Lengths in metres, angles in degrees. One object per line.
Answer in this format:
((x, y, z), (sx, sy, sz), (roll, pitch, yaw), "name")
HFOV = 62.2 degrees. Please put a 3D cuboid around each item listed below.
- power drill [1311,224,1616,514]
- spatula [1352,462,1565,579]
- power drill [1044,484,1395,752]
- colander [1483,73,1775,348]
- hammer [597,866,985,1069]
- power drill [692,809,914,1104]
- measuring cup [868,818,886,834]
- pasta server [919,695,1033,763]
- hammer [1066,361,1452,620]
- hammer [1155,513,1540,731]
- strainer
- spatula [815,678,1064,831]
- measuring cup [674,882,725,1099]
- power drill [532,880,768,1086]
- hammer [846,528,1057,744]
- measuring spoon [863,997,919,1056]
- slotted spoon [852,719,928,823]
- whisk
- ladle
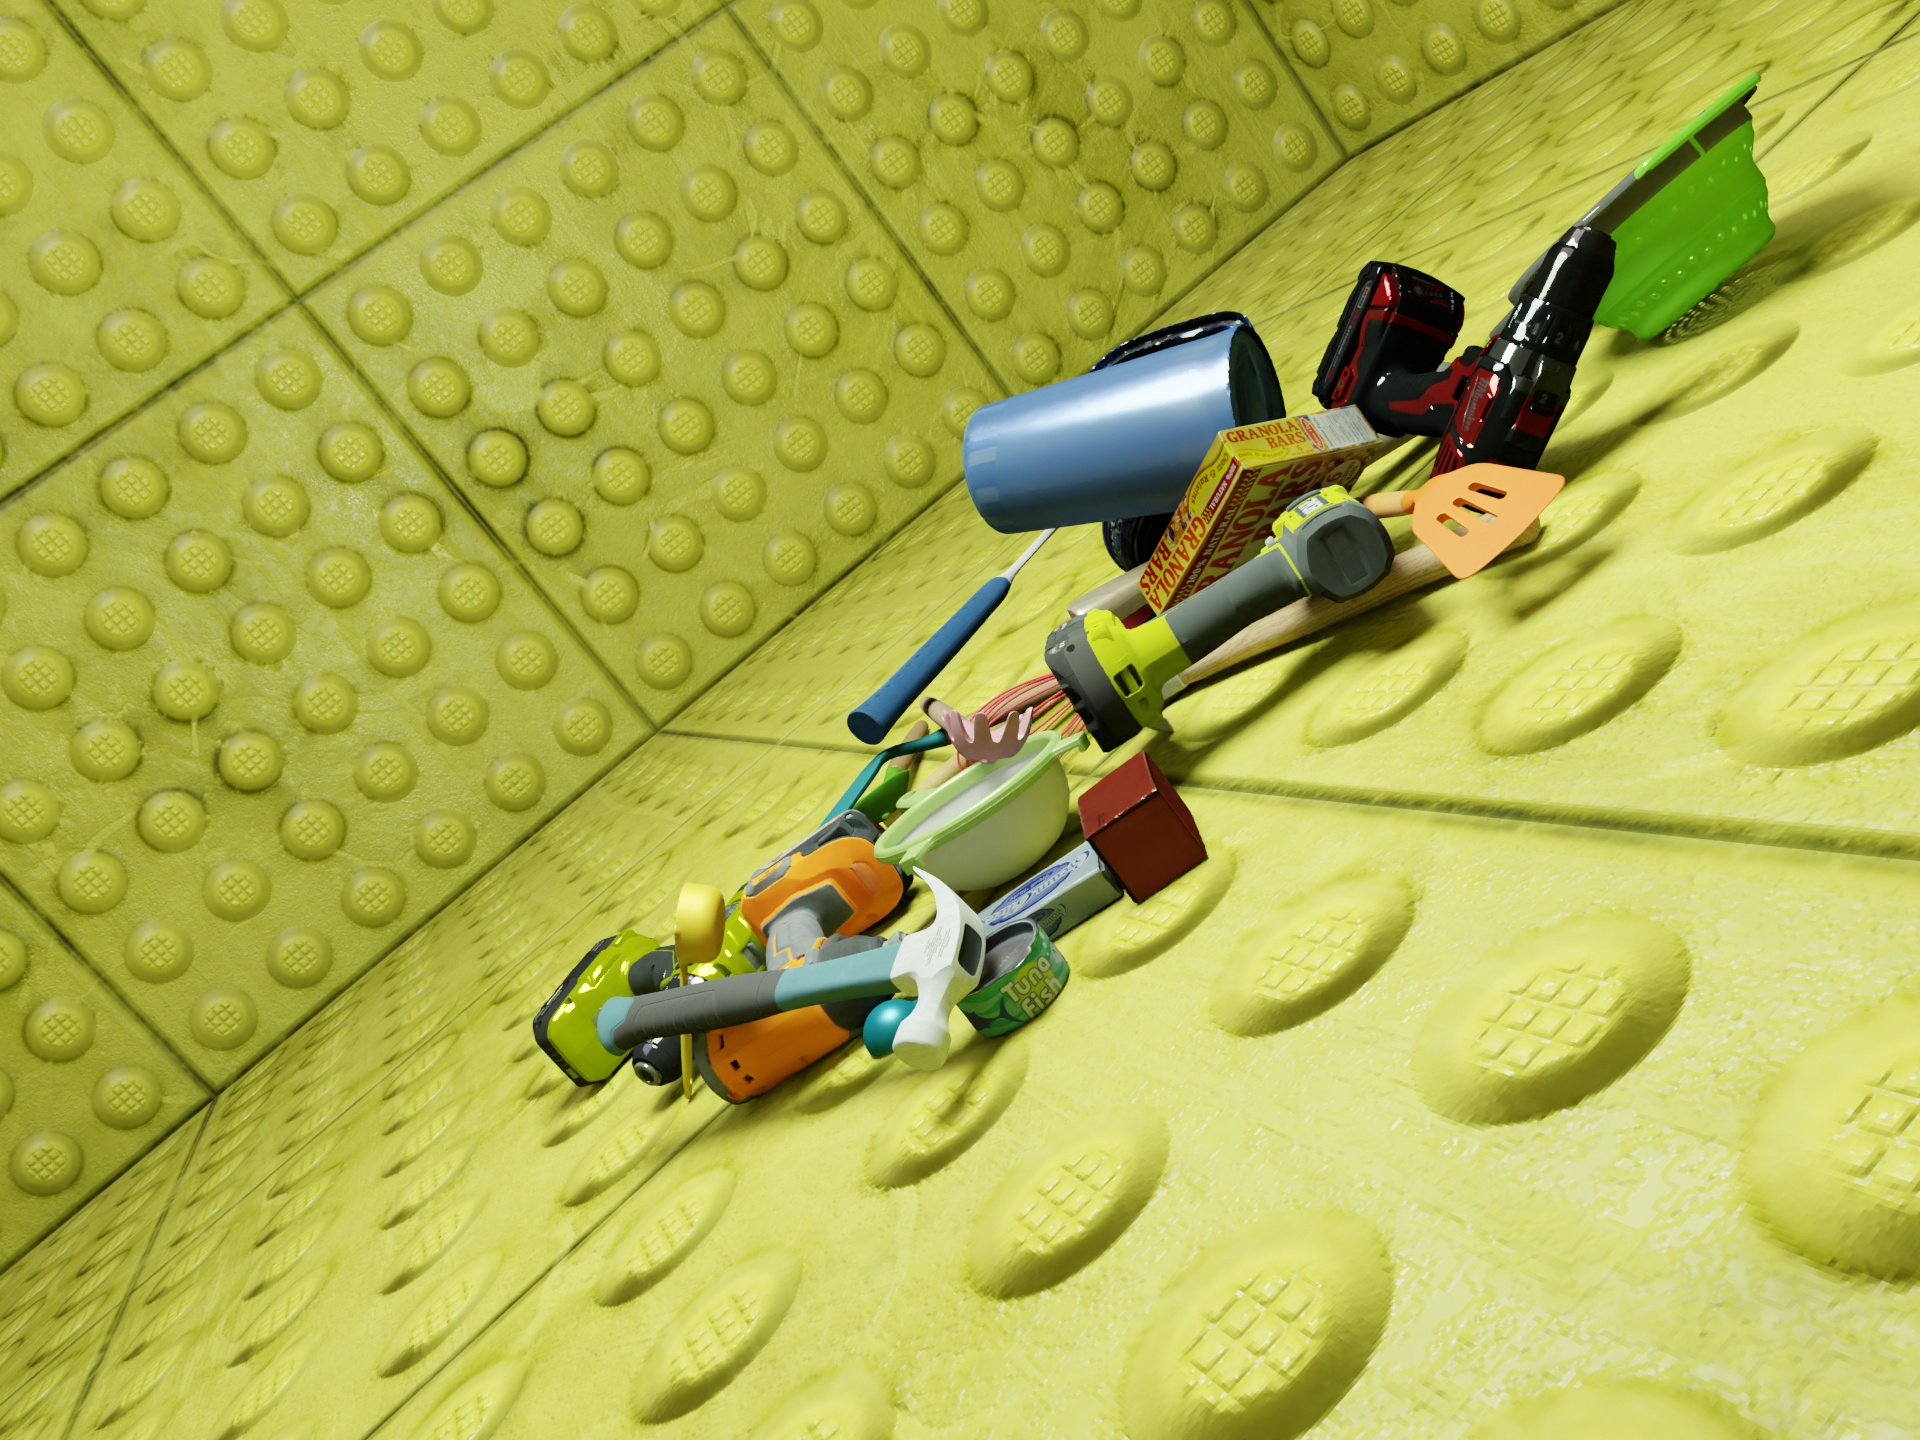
((0.349, -0.259, 1.099), (0.227, 0.080, 0.187), (-118, 46, -61), "power drill")
((0.295, -0.135, 1.043), (0.081, 0.041, 0.322), (-45, 5, 3), "spatula")
((0.171, -0.077, 1.060), (0.223, 0.080, 0.171), (-31, 9, 11), "power drill")
((0.497, -0.327, 1.202), (0.204, 0.094, 0.397), (-39, -5, -5), "colander")
((-0.116, 0.168, 0.975), (0.331, 0.033, 0.128), (-18, 37, 39), "hammer")
((-0.093, 0.153, 1.108), (0.164, 0.084, 0.227), (-34, 18, 16), "power drill")
((-0.065, 0.093, 1.293), (0.174, 0.052, 0.095), (-49, 16, -32), "measuring cup")
((-0.002, -0.004, 1.187), (0.060, 0.040, 0.316), (-2, 7, -9), "pasta server")
((0.268, -0.180, 1.267), (0.410, 0.038, 0.146), (-32, 13, -8), "hammer")
((0.240, -0.072, 1.091), (0.331, 0.031, 0.130), (-25, 18, 44), "hammer")
((0.006, 0.077, 1.132), (0.151, 0.069, 0.256), (-35, 6, -15), "strainer")
((0.013, 0.014, 1.292), (0.317, 0.044, 0.082), (-25, -2, -19), "spatula")
((-0.184, 0.193, 1.132), (0.029, 0.156, 0.062), (0, 5, 2), "measuring cup")
((-0.241, 0.224, 1.270), (0.228, 0.080, 0.191), (-23, 22, 43), "power drill")
((0.042, -0.124, 1.350), (0.405, 0.035, 0.144), (-48, 15, -32), "hammer")
((-0.018, 0.159, 1.004), (0.128, 0.021, 0.042), (-45, 15, -25), "measuring spoon")
((-0.055, 0.041, 1.461), (0.070, 0.031, 0.314), (-43, 5, 14), "slotted spoon")
((0.116, -0.040, 1.268), (0.296, 0.073, 0.073), (-37, 12, -17), "whisk")
((0.056, -0.008, 1.382), (0.315, 0.031, 0.069), (-39, 5, 3), "ladle")
